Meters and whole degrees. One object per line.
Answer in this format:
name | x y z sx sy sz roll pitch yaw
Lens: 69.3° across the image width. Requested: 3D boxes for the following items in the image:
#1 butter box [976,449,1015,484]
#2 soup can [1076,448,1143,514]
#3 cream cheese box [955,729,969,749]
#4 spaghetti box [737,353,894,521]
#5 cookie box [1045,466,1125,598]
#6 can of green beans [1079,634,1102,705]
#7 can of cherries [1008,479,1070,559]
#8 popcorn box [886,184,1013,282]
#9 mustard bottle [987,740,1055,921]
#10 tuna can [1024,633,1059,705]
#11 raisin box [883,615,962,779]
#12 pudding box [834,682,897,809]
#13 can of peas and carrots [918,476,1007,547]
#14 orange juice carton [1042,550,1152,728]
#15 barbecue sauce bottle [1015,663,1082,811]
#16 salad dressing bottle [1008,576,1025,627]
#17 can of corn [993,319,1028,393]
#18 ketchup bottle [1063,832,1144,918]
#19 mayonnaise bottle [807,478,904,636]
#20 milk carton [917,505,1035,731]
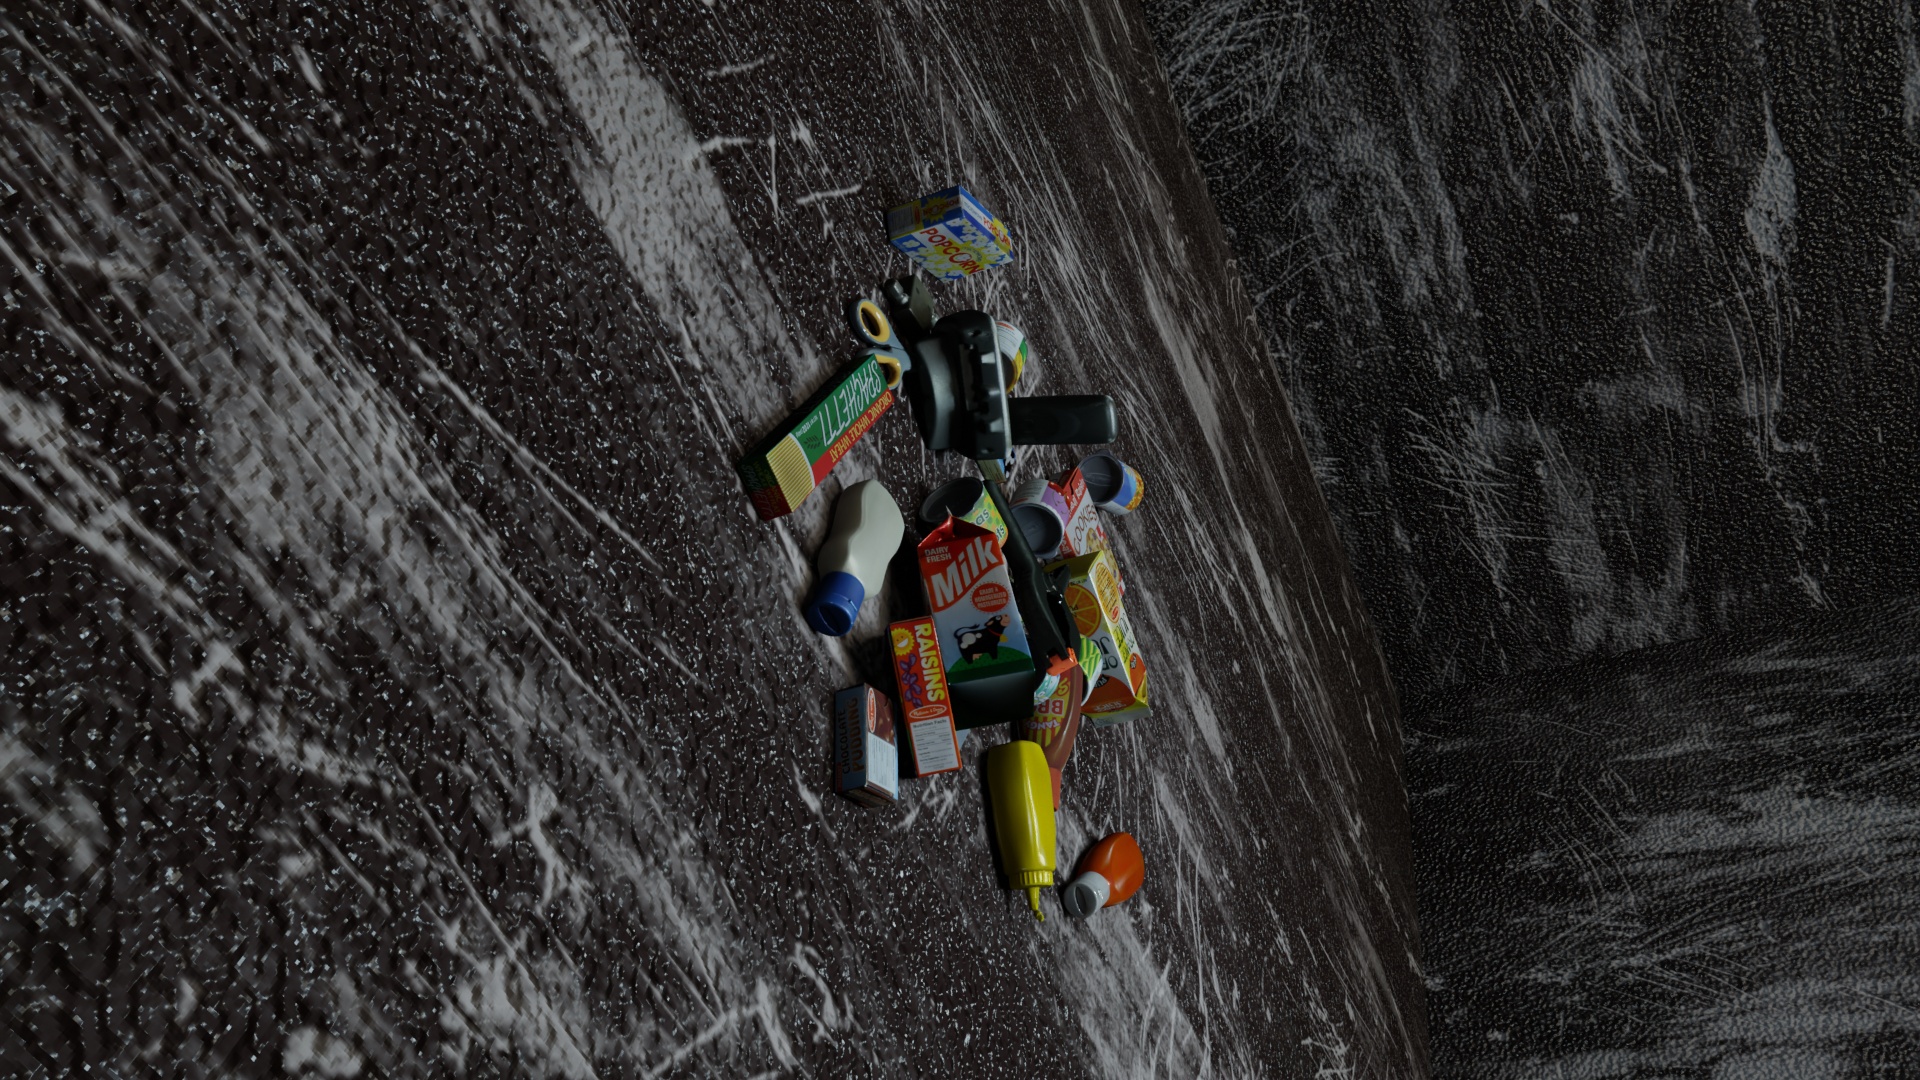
butter box | 0.024 -0.114 1.457 0.103 0.024 0.053 62 27 -26
soup can | 0.187 -0.073 1.744 0.084 0.071 0.071 18 59 -64
cream cheese box | -0.007 0.139 1.226 0.053 0.024 0.104 67 24 -18
spaghetti box | -0.112 -0.091 1.130 0.050 0.028 0.251 67 24 -18
cookie box | 0.138 0.014 1.613 0.167 0.040 0.123 67 24 -17
can of green beans | 0.109 0.136 1.438 0.071 0.071 0.058 69 24 -13
can of cherries | 0.082 -0.022 1.477 0.071 0.071 0.059 65 24 -22
popcorn box | -0.009 -0.314 1.430 0.126 0.085 0.038 22 57 -62
mustard bottle | 0.058 0.265 1.264 0.065 0.049 0.161 31 49 -58
tuna can | 0.061 0.127 1.333 0.033 0.071 0.071 36 44 -56
raisin box | -0.032 0.128 1.119 0.086 0.040 0.123 109 -29 -79
pudding box | -0.071 0.157 1.062 0.049 0.030 0.084 40 40 -51
can of peas and carrots | 0.005 -0.016 1.294 0.058 0.071 0.071 60 27 -31
orange juice carton | 0.149 0.117 1.534 0.192 0.071 0.073 69 24 -12
barbecue sauce bottle | 0.083 0.189 1.357 0.043 0.065 0.149 53 39 -57
salad dressing bottle | 0.049 0.065 1.375 0.147 0.044 0.064 16 53 -64
can of corn | 0.034 -0.191 1.479 0.071 0.071 0.058 63 26 -26
ketchup bottle | 0.147 0.346 1.419 0.149 0.043 0.064 -8 82 -67
mayonnaise bottle | -0.085 0.016 1.109 0.064 0.041 0.149 59 28 -28
milk carton | 0.008 0.061 1.193 0.072 0.073 0.191 87 -9 -48
